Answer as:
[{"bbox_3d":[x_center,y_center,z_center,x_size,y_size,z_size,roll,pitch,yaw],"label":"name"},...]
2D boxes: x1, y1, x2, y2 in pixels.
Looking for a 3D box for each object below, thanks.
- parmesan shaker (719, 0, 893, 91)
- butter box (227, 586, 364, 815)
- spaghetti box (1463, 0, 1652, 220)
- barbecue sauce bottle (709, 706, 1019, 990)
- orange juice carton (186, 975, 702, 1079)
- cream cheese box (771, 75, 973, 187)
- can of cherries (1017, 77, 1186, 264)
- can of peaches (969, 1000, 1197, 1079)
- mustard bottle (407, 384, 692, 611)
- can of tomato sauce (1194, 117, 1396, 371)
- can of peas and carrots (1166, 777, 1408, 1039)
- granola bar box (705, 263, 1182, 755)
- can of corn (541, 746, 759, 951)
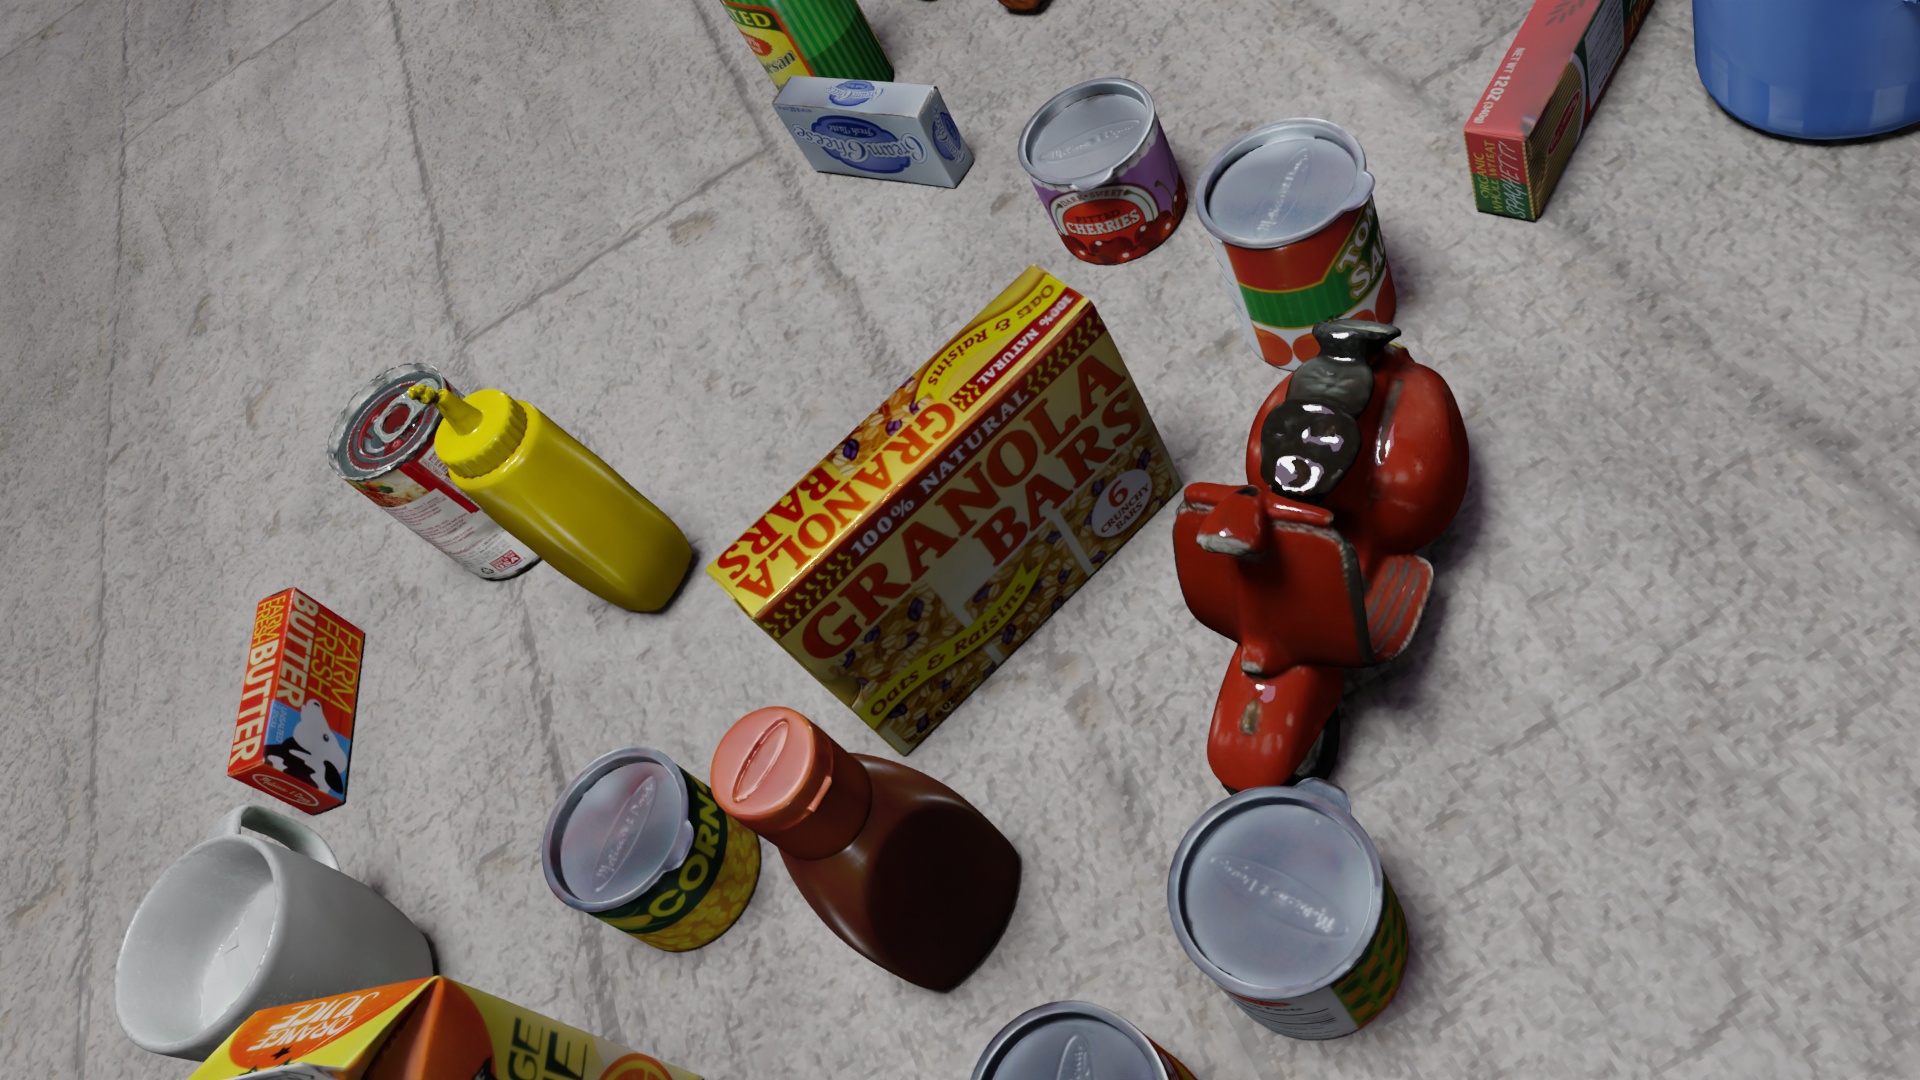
[{"bbox_3d":[-0.086,-0.289,0.782,0.071,0.102,0.071,-13,55,19],"label":"parmesan shaker"},{"bbox_3d":[-0.329,0.079,0.692,0.024,0.053,0.104,-21,52,13],"label":"butter box"},{"bbox_3d":[0.285,-0.249,0.605,0.029,0.050,0.251,20,70,35],"label":"spaghetti box"},{"bbox_3d":[-0.030,0.102,0.466,0.044,0.148,0.065,19,70,35],"label":"barbecue sauce bottle"},{"bbox_3d":[-0.165,0.193,0.444,0.072,0.192,0.073,-15,54,18],"label":"orange juice carton"},{"bbox_3d":[-0.047,-0.221,0.750,0.104,0.053,0.024,16,68,34],"label":"cream cheese box"},{"bbox_3d":[0.068,-0.172,0.657,0.071,0.058,0.072,-13,55,19],"label":"can of cherries"},{"bbox_3d":[0.044,0.184,0.433,0.071,0.058,0.071,-13,55,19],"label":"can of peaches"},{"bbox_3d":[-0.184,-0.024,0.618,0.065,0.159,0.049,15,67,33],"label":"mustard bottle"},{"bbox_3d":[0.141,-0.119,0.569,0.071,0.083,0.071,-13,55,19],"label":"can of tomato sauce"},{"bbox_3d":[0.107,0.118,0.445,0.071,0.058,0.071,-13,55,19],"label":"can of peas and carrots"},{"bbox_3d":[0.002,-0.007,0.538,0.166,0.124,0.039,-44,51,-5],"label":"granola bar box"},{"bbox_3d":[-0.120,0.125,0.554,0.071,0.058,0.071,-13,55,19],"label":"can of corn"}]
